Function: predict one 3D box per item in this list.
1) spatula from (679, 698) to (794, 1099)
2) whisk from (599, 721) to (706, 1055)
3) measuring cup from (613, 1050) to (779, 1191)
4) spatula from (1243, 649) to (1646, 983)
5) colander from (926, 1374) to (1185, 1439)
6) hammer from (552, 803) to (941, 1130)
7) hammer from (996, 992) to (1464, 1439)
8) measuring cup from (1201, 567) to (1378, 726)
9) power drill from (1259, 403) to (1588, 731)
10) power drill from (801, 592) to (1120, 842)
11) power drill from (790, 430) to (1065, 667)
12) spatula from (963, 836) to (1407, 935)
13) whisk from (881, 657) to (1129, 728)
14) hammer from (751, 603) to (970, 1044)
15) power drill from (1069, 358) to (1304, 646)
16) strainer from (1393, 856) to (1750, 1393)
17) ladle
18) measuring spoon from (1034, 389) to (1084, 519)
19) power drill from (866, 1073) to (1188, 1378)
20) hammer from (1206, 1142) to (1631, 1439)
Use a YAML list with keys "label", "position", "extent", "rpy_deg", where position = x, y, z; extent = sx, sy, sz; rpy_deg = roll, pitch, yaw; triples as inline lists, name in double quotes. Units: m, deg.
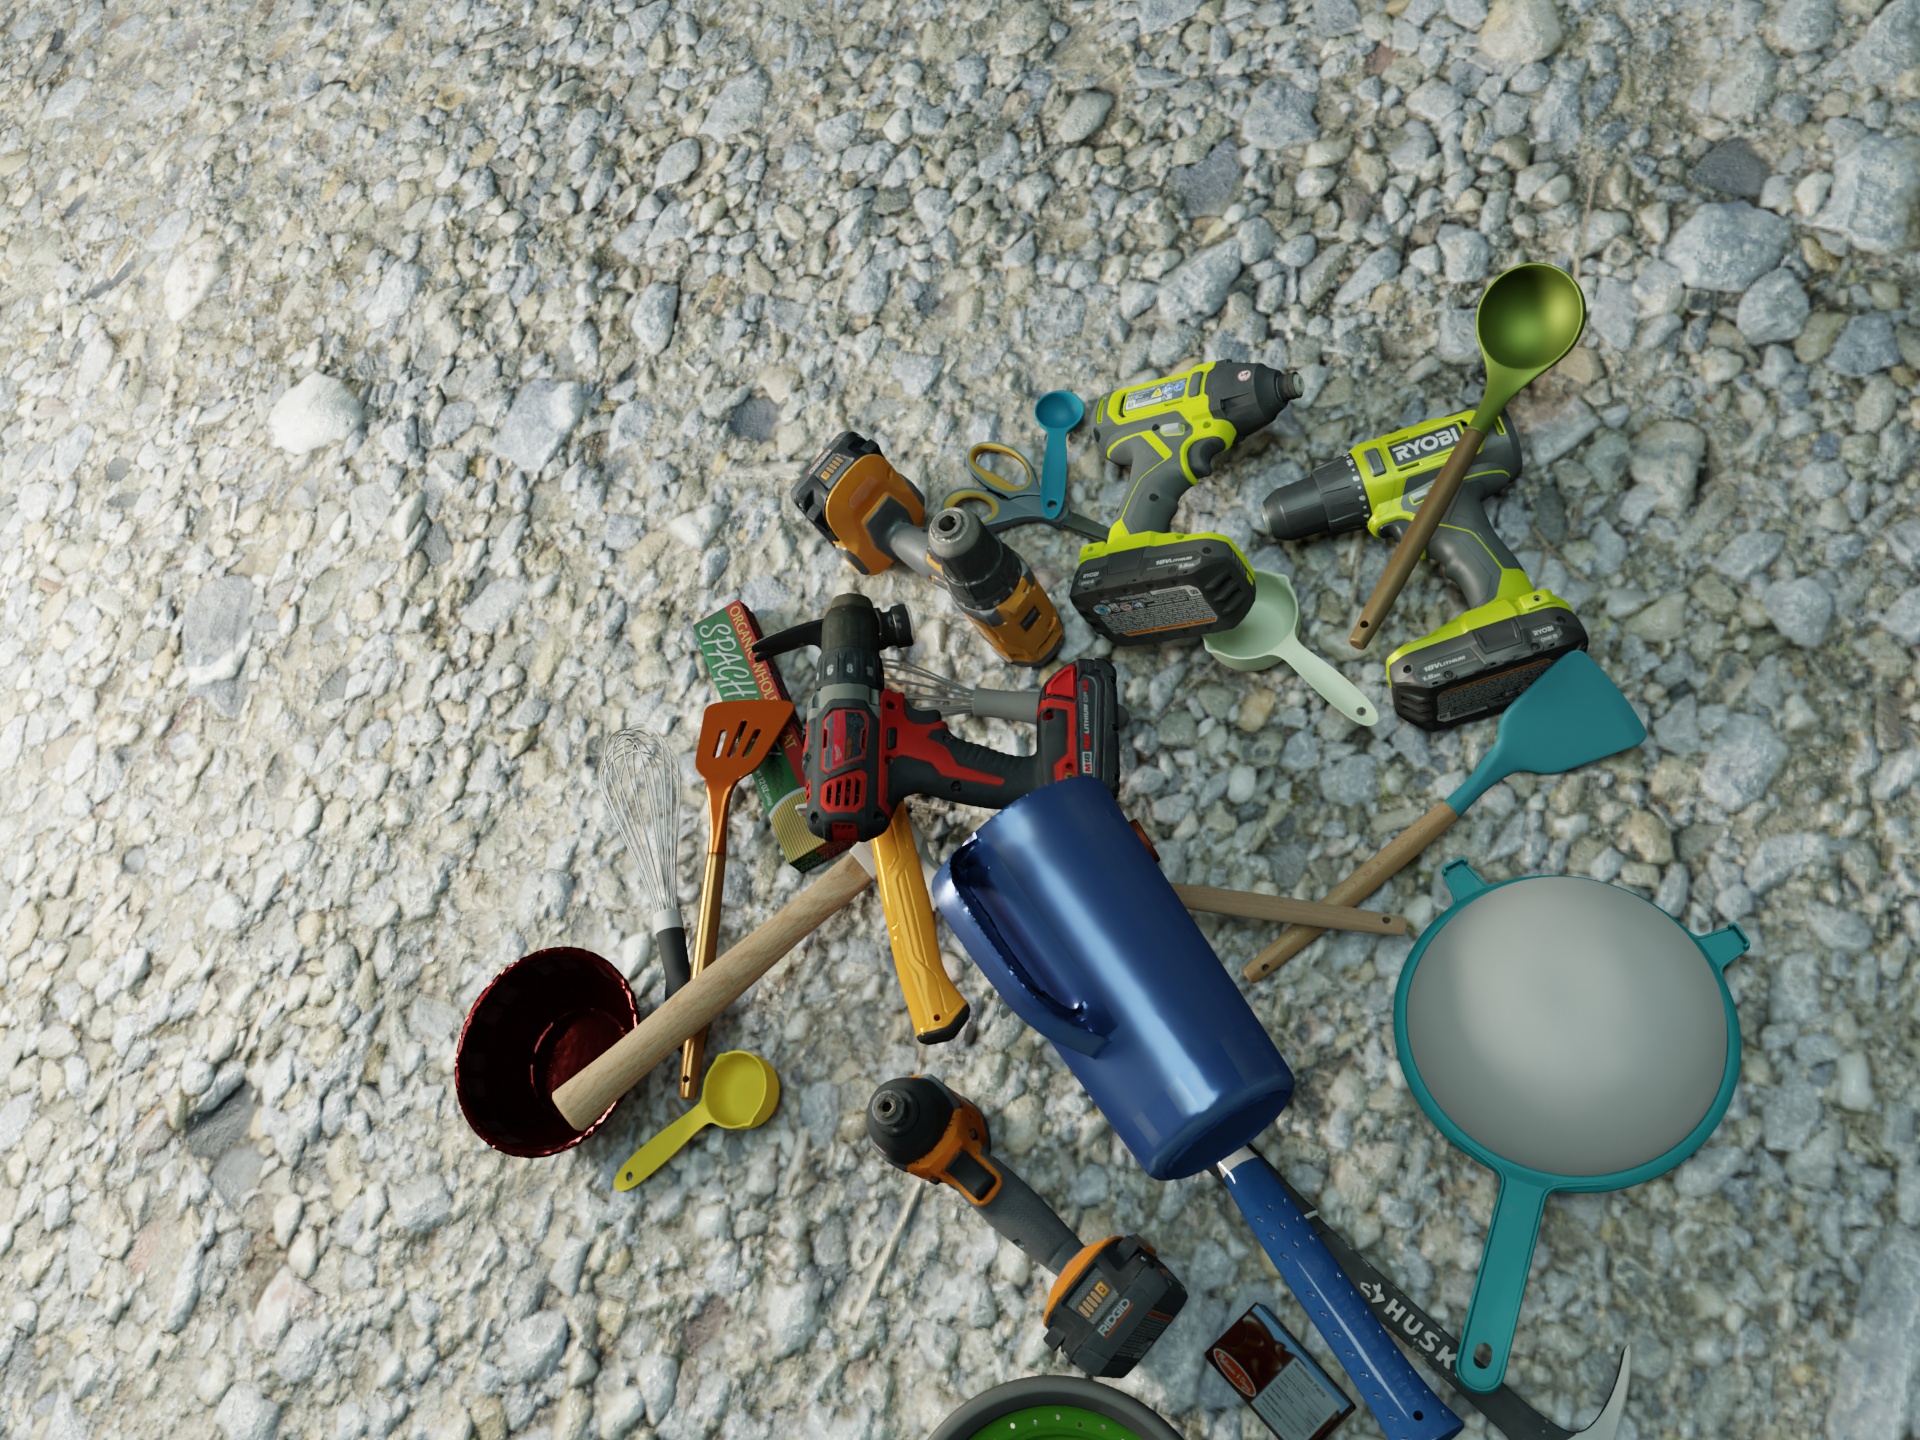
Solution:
- label: "spatula"
  position: [-0.188, 0.130, 1.237]
  extent: [0.081, 0.041, 0.323]
  rpy_deg: [-1, 72, 18]
- label: "whisk"
  position: [-0.238, 0.131, 1.268]
  extent: [0.070, 0.070, 0.285]
  rpy_deg: [-20, 67, 10]
- label: "measuring cup"
  position: [-0.198, 0.308, 1.198]
  extent: [0.156, 0.029, 0.062]
  rpy_deg: [-40, 57, 13]
- label: "spatula"
  position: [0.322, 0.079, 1.099]
  extent: [0.317, 0.044, 0.082]
  rpy_deg: [-40, 99, 2]
- label: "colander"
  position: [0.143, 0.496, 0.957]
  extent: [0.397, 0.094, 0.205]
  rpy_deg: [-10, 65, 7]
- label: "hammer"
  position: [-0.163, 0.180, 1.184]
  extent: [0.331, 0.031, 0.130]
  rpy_deg: [-39, 75, -12]
- label: "hammer"
  position: [0.169, 0.282, 1.021]
  extent: [0.144, 0.035, 0.406]
  rpy_deg: [-27, 52, -12]
- label: "measuring cup"
  position: [0.248, -0.045, 1.186]
  extent: [0.083, 0.038, 0.168]
  rpy_deg: [-43, 63, -3]
- label: "power drill"
  position: [0.337, -0.113, 1.163]
  extent: [0.190, 0.080, 0.229]
  rpy_deg: [-18, 60, 9]
- label: "power drill"
  position: [-0.002, -0.004, 1.162]
  extent: [0.226, 0.080, 0.188]
  rpy_deg: [1, 68, -1]
- label: "power drill"
  position: [-0.031, -0.143, 1.243]
  extent: [0.226, 0.185, 0.084]
  rpy_deg: [36, 84, 31]
- label: "spatula"
  position: [0.149, 0.124, 1.115]
  extent: [0.316, 0.018, 0.060]
  rpy_deg: [6, 63, 15]
- label: "whisk"
  position: [0.015, -0.015, 1.251]
  extent: [0.239, 0.055, 0.055]
  rpy_deg: [7, 70, 16]
- label: "hammer"
  position: [-0.062, 0.076, 1.184]
  extent: [0.127, 0.034, 0.337]
  rpy_deg: [-13, 71, -6]
- label: "power drill"
  position: [0.172, -0.176, 1.218]
  extent: [0.171, 0.080, 0.223]
  rpy_deg: [-8, 55, 34]
- label: "strainer"
  position: [0.356, 0.233, 0.971]
  extent: [0.211, 0.095, 0.340]
  rpy_deg: [13, 65, 23]
- label: "ladle"
  position: [0.351, -0.189, 1.125]
  extent: [0.078, 0.062, 0.320]
  rpy_deg: [23, 73, 33]
- label: "measuring spoon"
  position: [0.080, -0.217, 1.324]
  extent: [0.042, 0.021, 0.129]
  rpy_deg: [2, 65, 8]
- label: "power drill"
  position: [0.031, 0.317, 1.031]
  extent: [0.227, 0.164, 0.084]
  rpy_deg: [38, 82, 26]
- label: "hammer"
  position: [0.235, 0.332, 1.026]
  extent: [0.149, 0.036, 0.409]
  rpy_deg: [-47, 61, -6]
